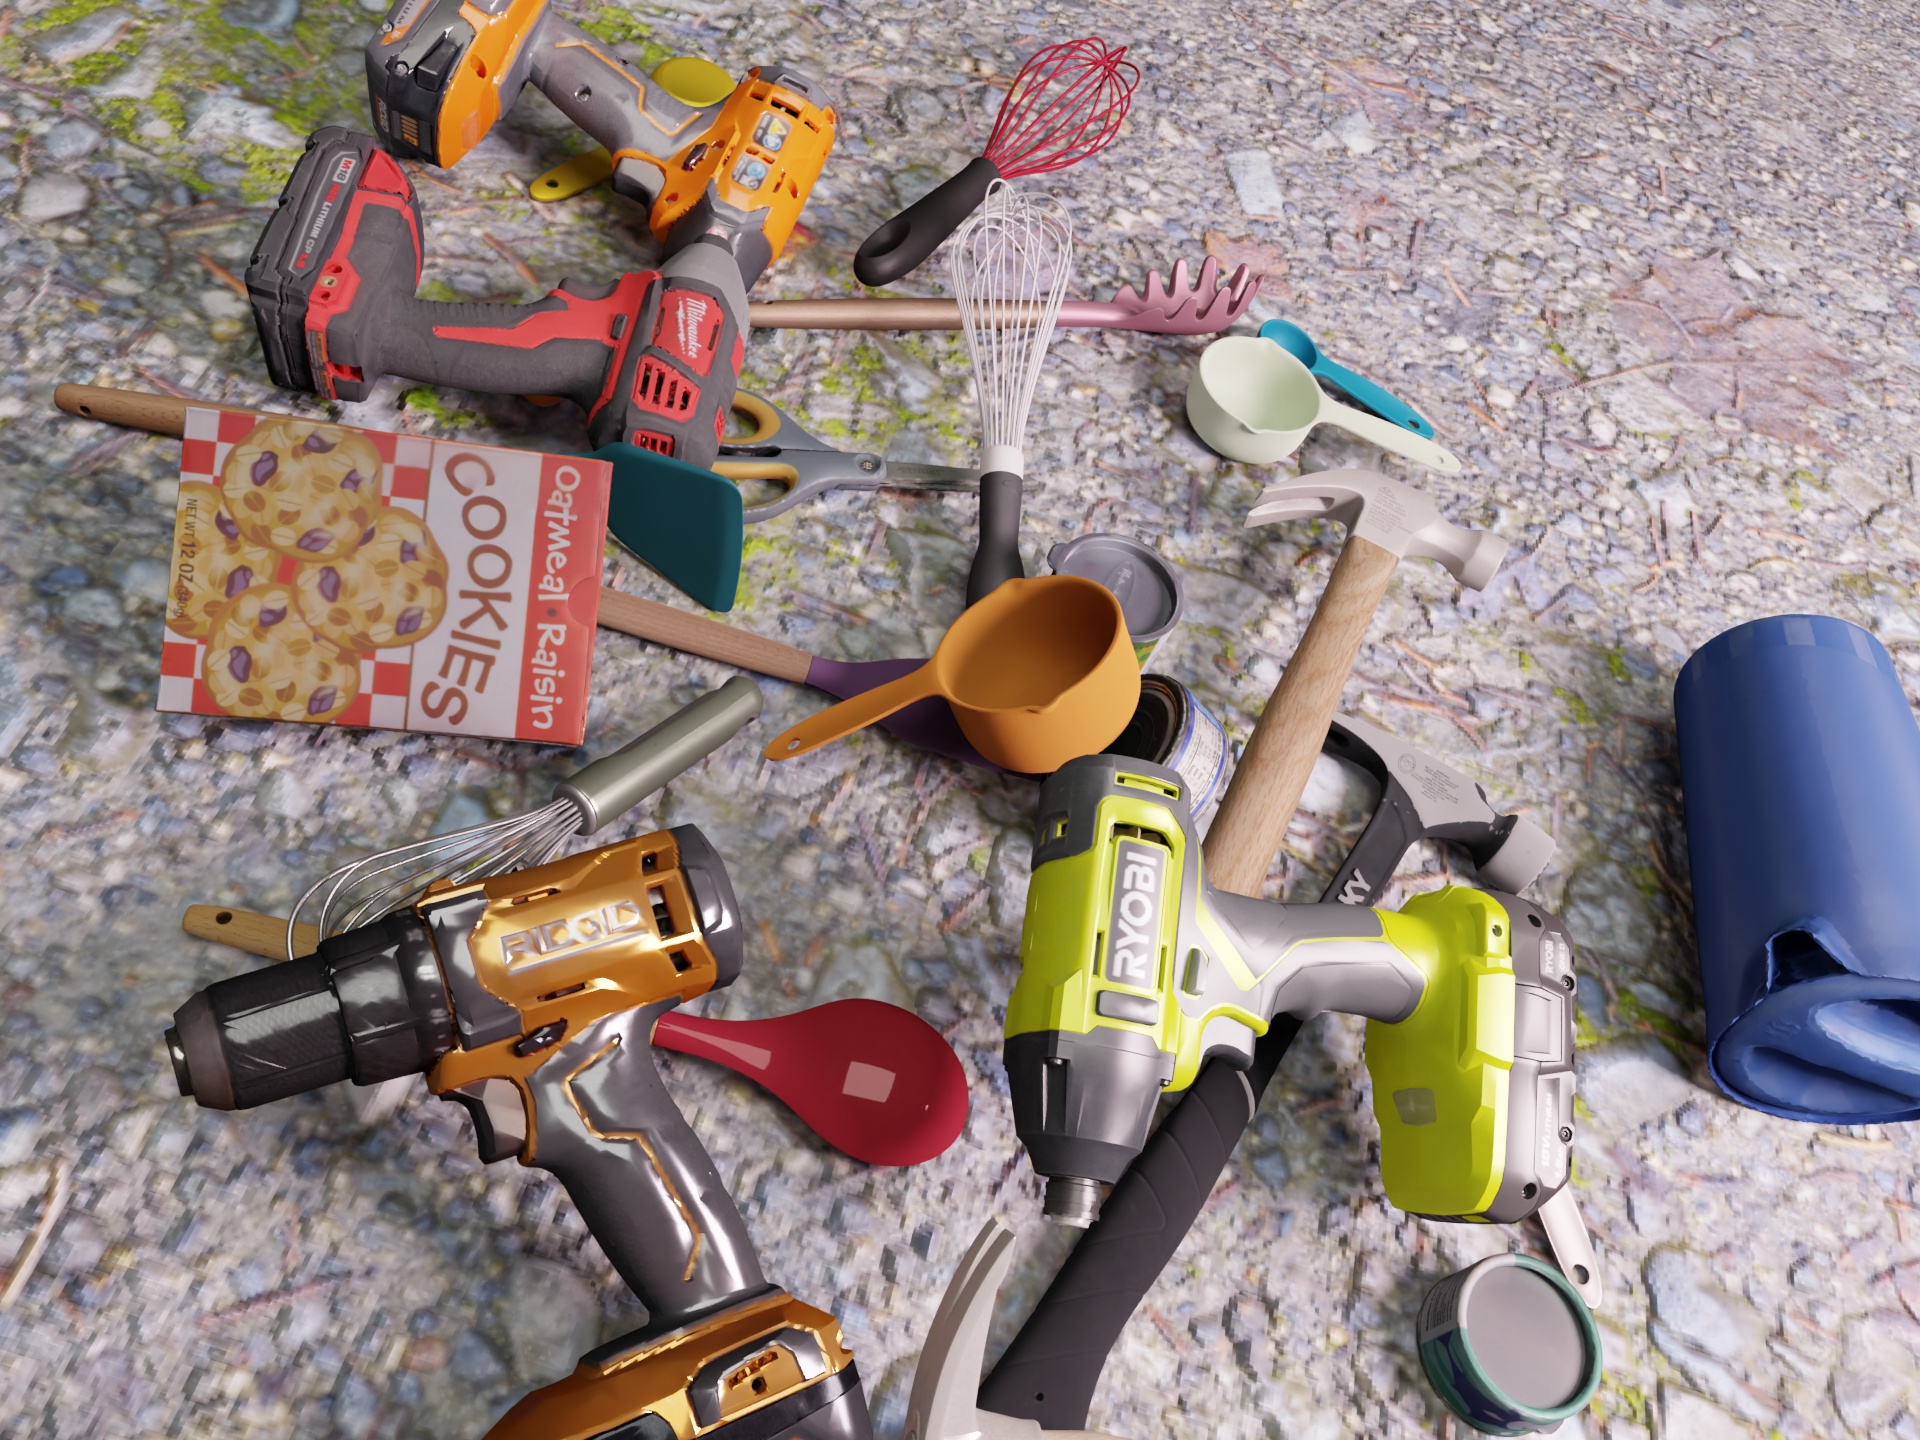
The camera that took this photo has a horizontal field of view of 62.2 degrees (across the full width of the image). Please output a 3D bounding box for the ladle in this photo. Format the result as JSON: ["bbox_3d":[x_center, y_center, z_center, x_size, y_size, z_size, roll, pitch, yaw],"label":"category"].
[{"bbox_3d":[-0.145,0.114,0.628,0.315,0.031,0.069,15,51,-7],"label":"ladle"}]

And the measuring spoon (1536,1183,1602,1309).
[{"bbox_3d":[0.254,0.200,0.711,0.034,0.018,0.124,-7,66,-23],"label":"measuring spoon"}]

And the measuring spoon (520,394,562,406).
[{"bbox_3d":[-0.257,-0.182,0.799,0.117,0.011,0.021,16,53,-7],"label":"measuring spoon"}]

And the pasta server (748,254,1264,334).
[{"bbox_3d":[0.029,-0.243,0.921,0.316,0.040,0.060,-5,33,-20],"label":"pasta server"}]

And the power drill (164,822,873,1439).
[{"bbox_3d":[-0.141,0.160,0.526,0.185,0.084,0.226,-14,80,-28],"label":"power drill"}]

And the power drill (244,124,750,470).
[{"bbox_3d":[-0.213,-0.201,0.773,0.219,0.078,0.143,14,62,-7],"label":"power drill"}]

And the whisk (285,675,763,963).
[{"bbox_3d":[-0.163,0.040,0.645,0.059,0.058,0.246,54,44,-3],"label":"whisk"}]

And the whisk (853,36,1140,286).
[{"bbox_3d":[0.024,-0.340,0.967,0.073,0.073,0.296,35,56,7],"label":"whisk"}]

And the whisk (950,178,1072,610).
[{"bbox_3d":[0.022,-0.160,0.829,0.070,0.070,0.285,8,68,-13],"label":"whisk"}]

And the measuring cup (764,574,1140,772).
[{"bbox_3d":[-0.001,-0.002,0.722,0.173,0.052,0.095,-22,40,8],"label":"measuring cup"}]

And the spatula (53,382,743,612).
[{"bbox_3d":[-0.255,-0.116,0.732,0.317,0.082,0.044,9,48,-5],"label":"spatula"}]

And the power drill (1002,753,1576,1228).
[{"bbox_3d":[0.126,0.122,0.625,0.223,0.080,0.171,15,69,-18],"label":"power drill"}]

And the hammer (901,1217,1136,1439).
[{"bbox_3d":[0.177,0.289,0.581,0.410,0.038,0.146,14,82,-13],"label":"hammer"}]

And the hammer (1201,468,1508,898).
[{"bbox_3d":[0.164,-0.010,0.769,0.130,0.031,0.331,28,54,7],"label":"hammer"}]

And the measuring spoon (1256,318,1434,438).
[{"bbox_3d":[0.233,-0.202,0.978,0.128,0.021,0.042,29,52,-9],"label":"measuring spoon"}]

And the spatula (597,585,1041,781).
[{"bbox_3d":[-0.096,-0.033,0.747,0.316,0.018,0.060,17,50,-9],"label":"spatula"}]

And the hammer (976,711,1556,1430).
[{"bbox_3d":[0.124,0.141,0.692,0.149,0.036,0.409,37,54,9],"label":"hammer"}]

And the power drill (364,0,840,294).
[{"bbox_3d":[-0.196,-0.312,0.858,0.226,0.084,0.164,24,70,-9],"label":"power drill"}]

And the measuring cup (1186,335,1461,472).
[{"bbox_3d":[0.210,-0.168,0.931,0.167,0.038,0.083,20,53,-7],"label":"measuring cup"}]

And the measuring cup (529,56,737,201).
[{"bbox_3d":[-0.189,-0.342,0.919,0.062,0.029,0.156,39,55,10],"label":"measuring cup"}]
